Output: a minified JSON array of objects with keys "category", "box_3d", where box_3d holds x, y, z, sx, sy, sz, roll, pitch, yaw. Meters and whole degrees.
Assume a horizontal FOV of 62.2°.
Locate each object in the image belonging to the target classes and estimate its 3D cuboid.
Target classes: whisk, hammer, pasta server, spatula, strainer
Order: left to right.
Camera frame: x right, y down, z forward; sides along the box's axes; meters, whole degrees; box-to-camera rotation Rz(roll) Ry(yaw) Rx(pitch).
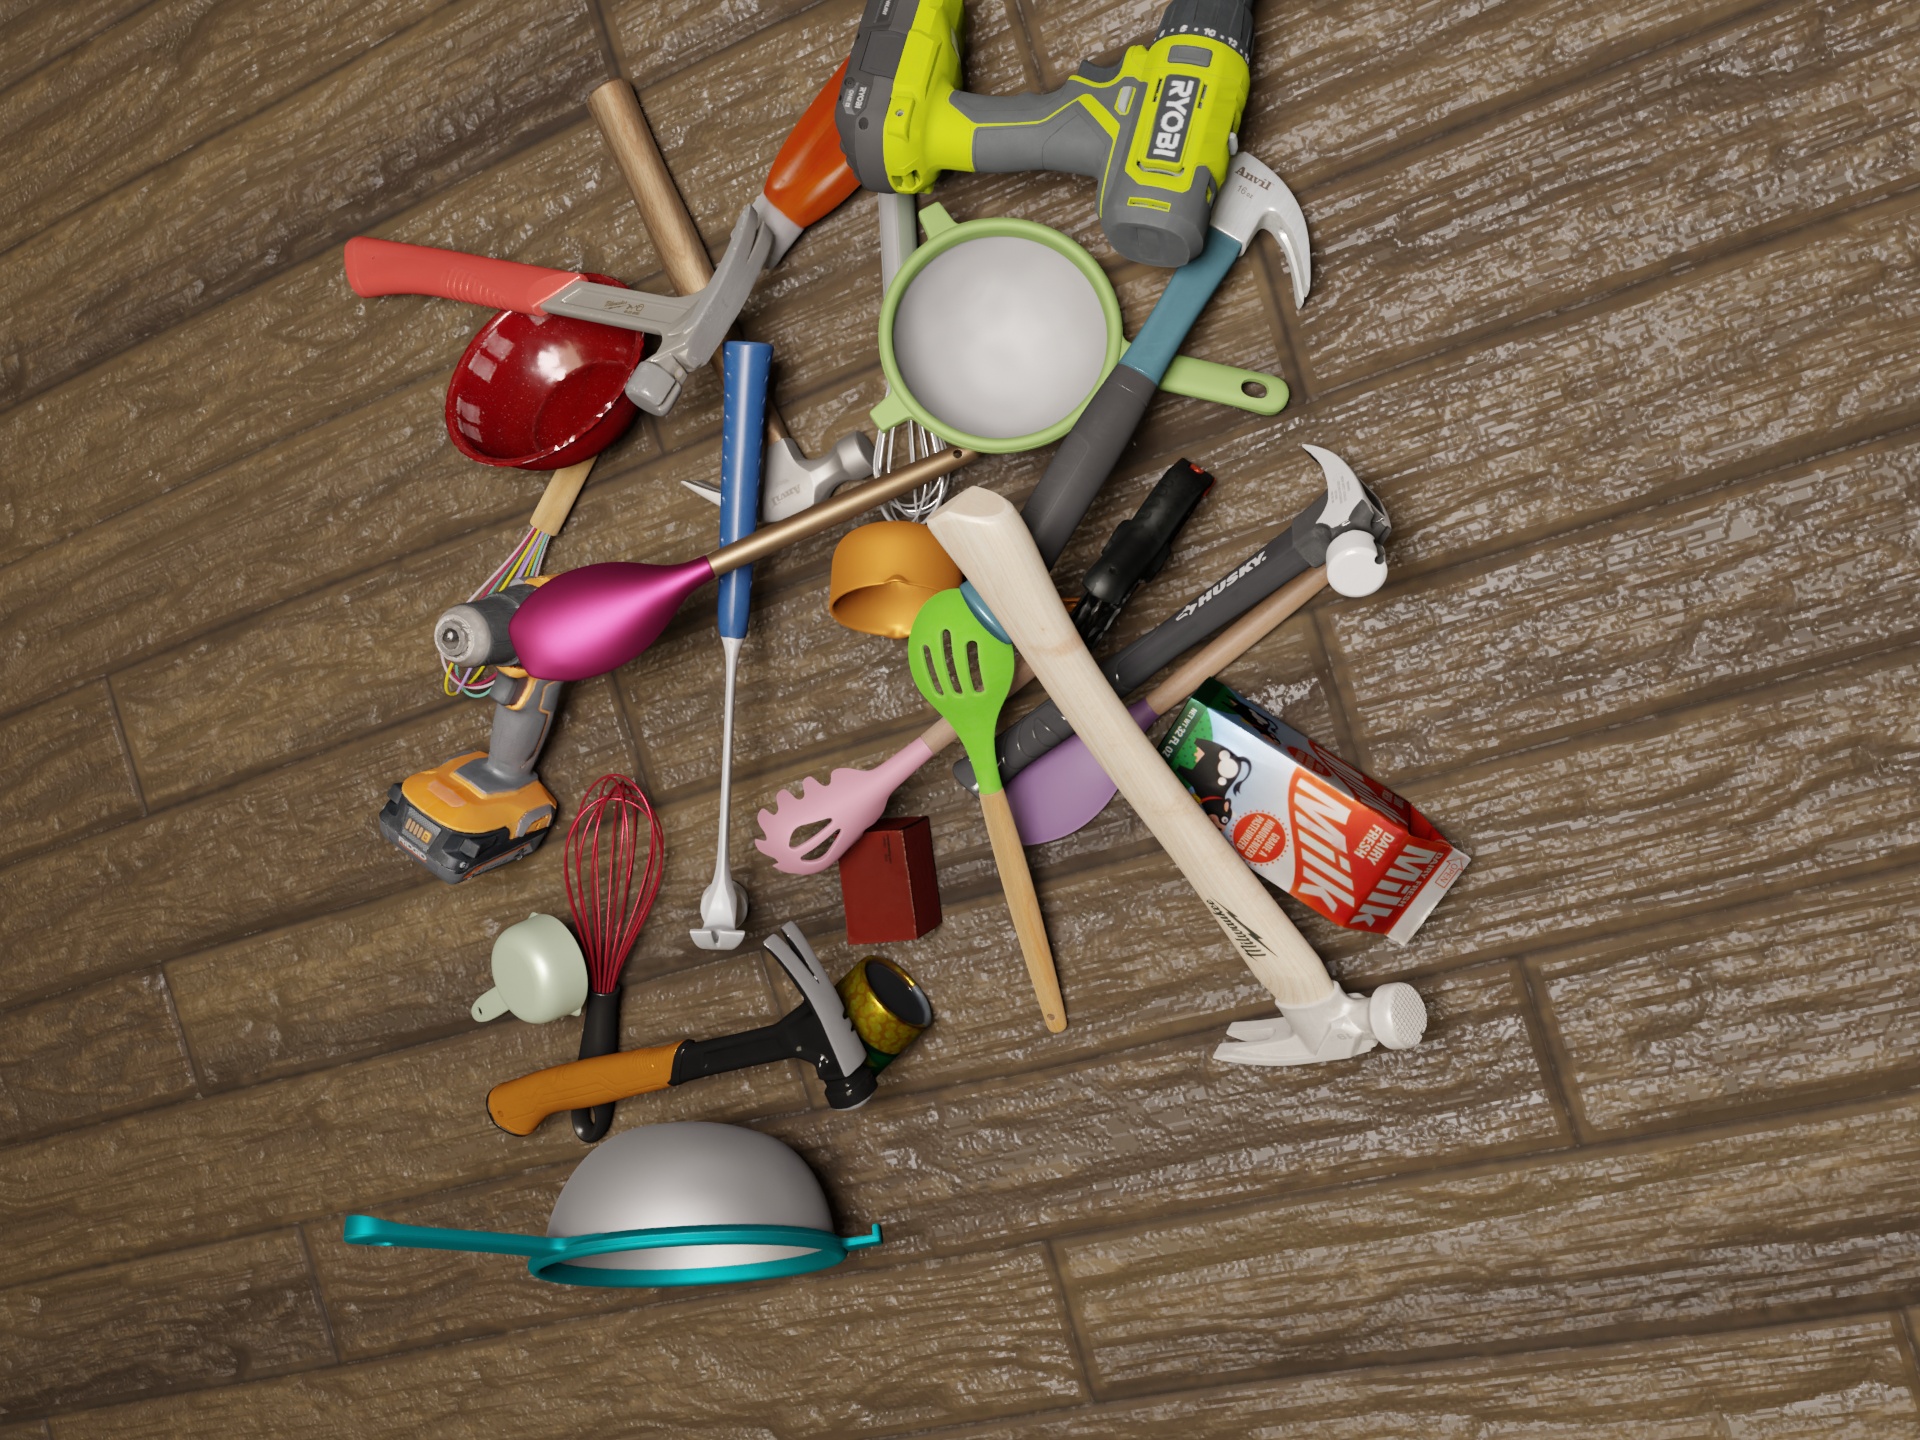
[{"category":"whisk","box_3d":[-0.315,-0.120,1.159,0.051,0.047,0.245,39,104,36]},{"category":"hammer","box_3d":[-0.297,-0.306,1.099,0.359,0.036,0.149,18,74,31]},{"category":"whisk","box_3d":[-0.260,0.178,1.167,0.073,0.073,0.295,14,107,18]},{"category":"strainer","box_3d":[-0.231,0.308,1.042,0.211,0.340,0.095,-29,54,41]},{"category":"hammer","box_3d":[-0.216,0.237,1.112,0.337,0.034,0.127,-20,99,31]},{"category":"hammer","box_3d":[-0.180,-0.289,1.100,0.130,0.031,0.331,-27,86,20]},{"category":"hammer","box_3d":[-0.151,-0.044,1.057,0.035,0.144,0.405,3,97,-6]},{"category":"whisk","box_3d":[-0.038,-0.246,1.047,0.058,0.059,0.246,-3,91,47]},{"category":"pasta server","box_3d":[-0.002,-0.003,1.029,0.316,0.040,0.060,-39,110,1]},{"category":"strainer","box_3d":[0.076,-0.223,1.005,0.256,0.069,0.151,13,82,1]},{"category":"hammer","box_3d":[0.097,-0.195,0.949,0.128,0.033,0.331,31,84,6]},{"category":"hammer","box_3d":[0.106,0.043,0.928,0.146,0.038,0.410,-21,111,47]},{"category":"hammer","box_3d":[0.118,-0.045,0.986,0.035,0.146,0.334,41,123,-21]},{"category":"spatula","box_3d":[0.144,-0.023,1.017,0.316,0.018,0.060,-41,78,20]}]

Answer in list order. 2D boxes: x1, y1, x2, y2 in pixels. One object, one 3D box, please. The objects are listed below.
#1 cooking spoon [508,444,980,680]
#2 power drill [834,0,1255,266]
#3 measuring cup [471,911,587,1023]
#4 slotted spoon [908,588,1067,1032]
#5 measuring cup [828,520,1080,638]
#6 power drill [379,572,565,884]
[{"category":"cooking spoon","box_3d":[-0.134,-0.108,1.005,0.319,0.017,0.069,-25,89,-4]},{"category":"power drill","box_3d":[0.057,-0.379,0.939,0.228,0.080,0.190,13,82,14]},{"category":"measuring cup","box_3d":[-0.336,0.200,1.176,0.167,0.038,0.083,-32,81,40]},{"category":"slotted spoon","box_3d":[0.028,0.067,1.016,0.070,0.031,0.313,-6,113,24]},{"category":"measuring cup","box_3d":[0.001,-0.095,1.041,0.173,0.095,0.052,-1,71,-2]},{"category":"power drill","box_3d":[-0.323,0.000,1.103,0.084,0.185,0.226,33,109,12]}]
